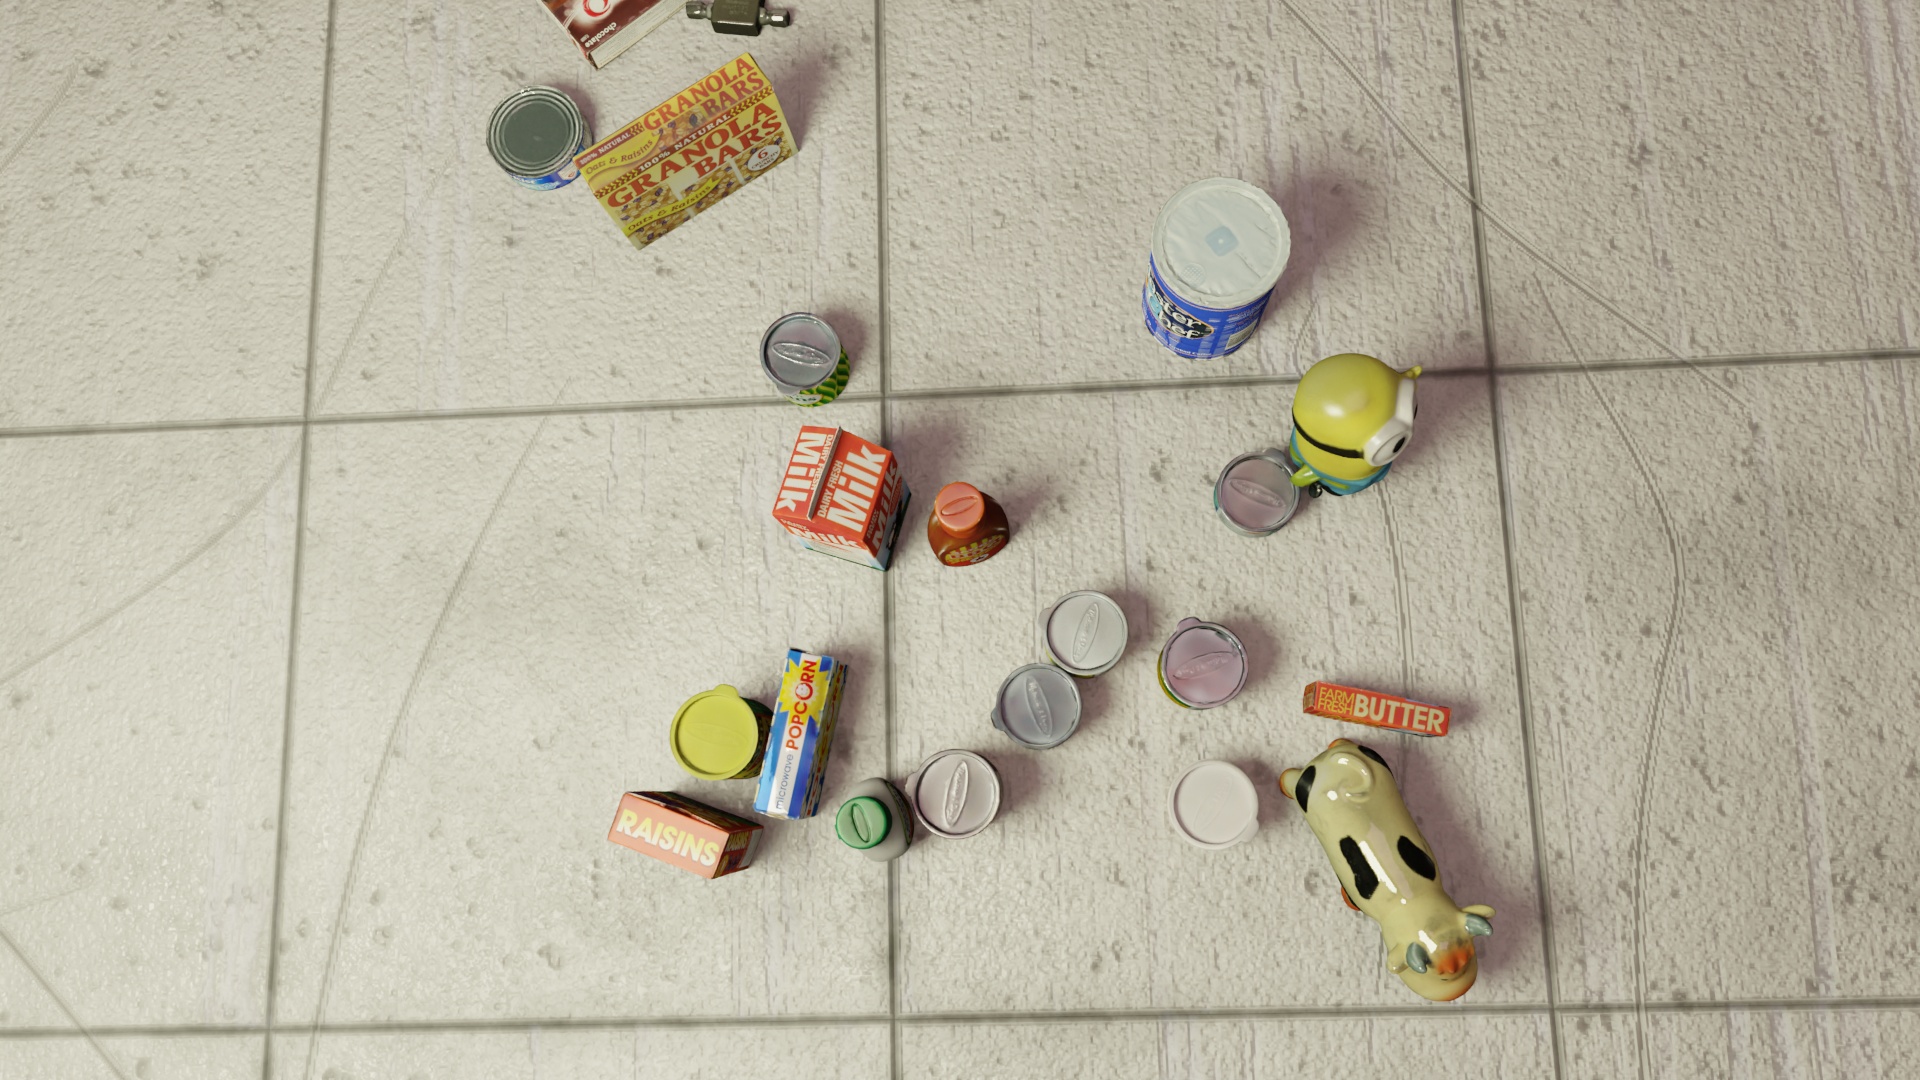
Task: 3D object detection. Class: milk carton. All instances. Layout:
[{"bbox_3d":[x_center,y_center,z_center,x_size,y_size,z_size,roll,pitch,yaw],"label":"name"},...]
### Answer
[{"bbox_3d":[-0.090,-0.032,1.057,0.073,0.190,0.072,16,82,6],"label":"milk carton"}]

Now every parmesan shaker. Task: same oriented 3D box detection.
[{"bbox_3d":[-0.178,0.149,1.074,0.071,0.103,0.071,-1,80,4],"label":"parmesan shaker"}]

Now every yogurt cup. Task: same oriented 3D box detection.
[{"bbox_3d":[0.191,0.202,1.066,0.072,0.054,0.072,-1,80,4],"label":"yogurt cup"}]

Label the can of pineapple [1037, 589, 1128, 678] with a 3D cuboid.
[{"bbox_3d":[0.097,0.074,1.093,0.071,0.058,0.071,-1,80,4],"label":"can of pineapple"}]

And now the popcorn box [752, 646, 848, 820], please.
[{"bbox_3d":[-0.123,0.151,1.079,0.038,0.085,0.127,11,81,6],"label":"popcorn box"}]

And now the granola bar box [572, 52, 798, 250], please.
[{"bbox_3d":[-0.224,-0.320,1.151,0.165,0.124,0.039,-32,80,-2],"label":"granola bar box"}]

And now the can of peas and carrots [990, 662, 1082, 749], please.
[{"bbox_3d":[0.059,0.132,1.084,0.071,0.058,0.071,-1,80,4],"label":"can of peas and carrots"}]

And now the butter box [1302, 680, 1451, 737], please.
[{"bbox_3d":[0.319,0.131,1.071,0.103,0.053,0.024,11,81,6],"label":"butter box"}]

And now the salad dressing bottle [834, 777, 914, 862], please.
[{"bbox_3d":[-0.064,0.209,1.033,0.044,0.147,0.064,-20,80,0],"label":"salad dressing bottle"}]

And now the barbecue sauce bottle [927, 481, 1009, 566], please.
[{"bbox_3d":[0.004,-0.013,1.069,0.065,0.148,0.044,-21,80,0],"label":"barbecue sauce bottle"}]

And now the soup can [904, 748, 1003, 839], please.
[{"bbox_3d":[-0.003,0.193,1.065,0.071,0.083,0.071,-1,80,4],"label":"soup can"}]

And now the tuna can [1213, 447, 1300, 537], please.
[{"bbox_3d":[0.238,-0.039,1.117,0.071,0.033,0.071,-1,80,4],"label":"tuna can"}]

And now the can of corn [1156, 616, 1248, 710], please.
[{"bbox_3d":[0.187,0.096,1.083,0.071,0.058,0.071,-1,80,4],"label":"can of corn"}]

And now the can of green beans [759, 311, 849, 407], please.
[{"bbox_3d":[-0.128,-0.148,1.148,0.071,0.057,0.071,-1,80,4],"label":"can of green beans"}]

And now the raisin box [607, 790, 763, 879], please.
[{"bbox_3d":[-0.205,0.221,1.052,0.086,0.123,0.040,20,82,7],"label":"raisin box"}]
